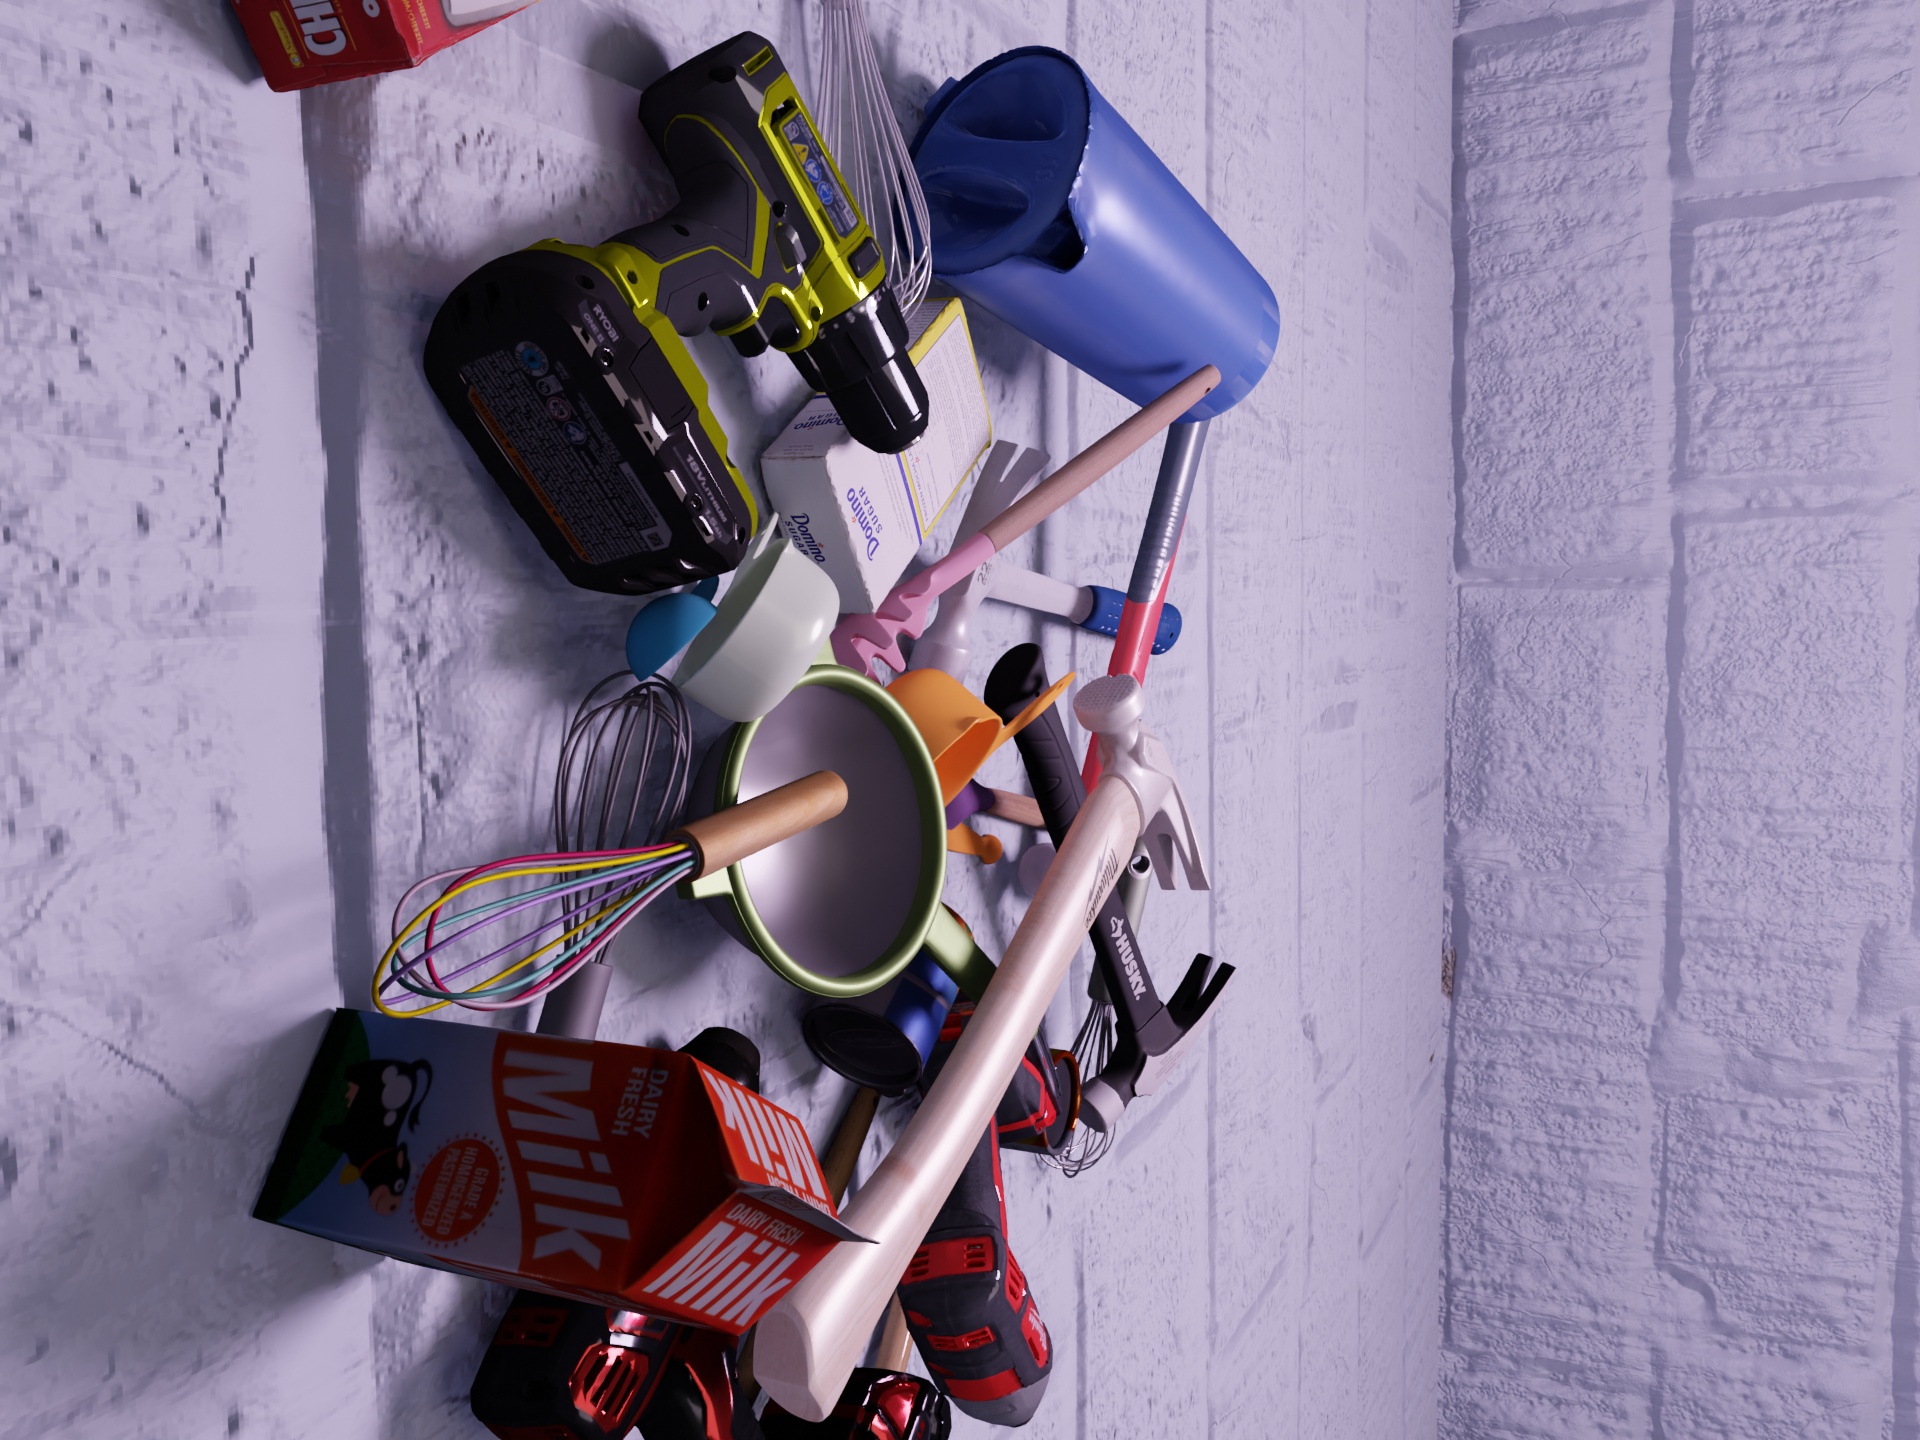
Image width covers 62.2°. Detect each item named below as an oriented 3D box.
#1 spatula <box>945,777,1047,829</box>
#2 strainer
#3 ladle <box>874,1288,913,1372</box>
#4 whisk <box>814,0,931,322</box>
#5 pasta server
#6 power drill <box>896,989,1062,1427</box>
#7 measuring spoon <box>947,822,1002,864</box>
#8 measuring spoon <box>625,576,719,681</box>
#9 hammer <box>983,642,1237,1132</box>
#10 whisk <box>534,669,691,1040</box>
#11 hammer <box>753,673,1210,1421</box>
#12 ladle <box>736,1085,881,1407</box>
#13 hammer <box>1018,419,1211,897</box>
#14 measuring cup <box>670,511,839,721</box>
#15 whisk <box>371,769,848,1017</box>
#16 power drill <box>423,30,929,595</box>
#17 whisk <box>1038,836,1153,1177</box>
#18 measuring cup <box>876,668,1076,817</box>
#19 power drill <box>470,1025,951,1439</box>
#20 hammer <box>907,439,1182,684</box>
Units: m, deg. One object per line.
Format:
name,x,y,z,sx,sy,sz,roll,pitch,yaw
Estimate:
spatula,0.026,0.051,1.012,0.315,0.018,0.060,21,60,-62
strainer,-0.049,0.085,0.765,0.256,0.069,0.152,51,46,-36
ladle,-0.038,0.395,0.858,0.078,0.062,0.320,61,36,-46
whisk,-0.055,-0.330,0.787,0.070,0.070,0.284,-12,97,-64
pasta server,0.039,-0.106,0.865,0.316,0.040,0.060,-39,163,-22
power drill,0.011,0.253,0.841,0.220,0.078,0.143,-90,165,-52
measuring spoon,0.001,0.070,0.968,0.116,0.011,0.021,30,64,-61
measuring spoon,-0.119,-0.049,0.662,0.021,0.042,0.129,47,10,-15
hammer,0.086,0.097,1.001,0.146,0.035,0.334,-38,124,-28
whisk,-0.151,0.095,0.624,0.055,0.055,0.239,32,67,-61
hammer,0.025,0.152,0.768,0.411,0.038,0.146,-54,129,-43
ladle,-0.096,0.302,0.766,0.069,0.031,0.316,66,34,-35
hammer,0.126,-0.067,1.075,0.143,0.038,0.386,9,96,-65
measuring cup,-0.082,-0.053,0.699,0.038,0.083,0.168,37,20,-16
whisk,-0.115,0.054,0.588,0.245,0.051,0.047,-23,112,-57
power drill,-0.096,-0.154,0.656,0.190,0.080,0.229,60,38,-28
whisk,0.097,0.197,1.090,0.059,0.057,0.246,-137,-121,-74
measuring cup,-0.001,-0.003,0.860,0.173,0.052,0.095,-36,161,-44
power drill,-0.093,0.264,0.685,0.226,0.080,0.188,58,36,-28
hammer,0.081,-0.084,1.070,0.405,0.035,0.144,4,106,-67
